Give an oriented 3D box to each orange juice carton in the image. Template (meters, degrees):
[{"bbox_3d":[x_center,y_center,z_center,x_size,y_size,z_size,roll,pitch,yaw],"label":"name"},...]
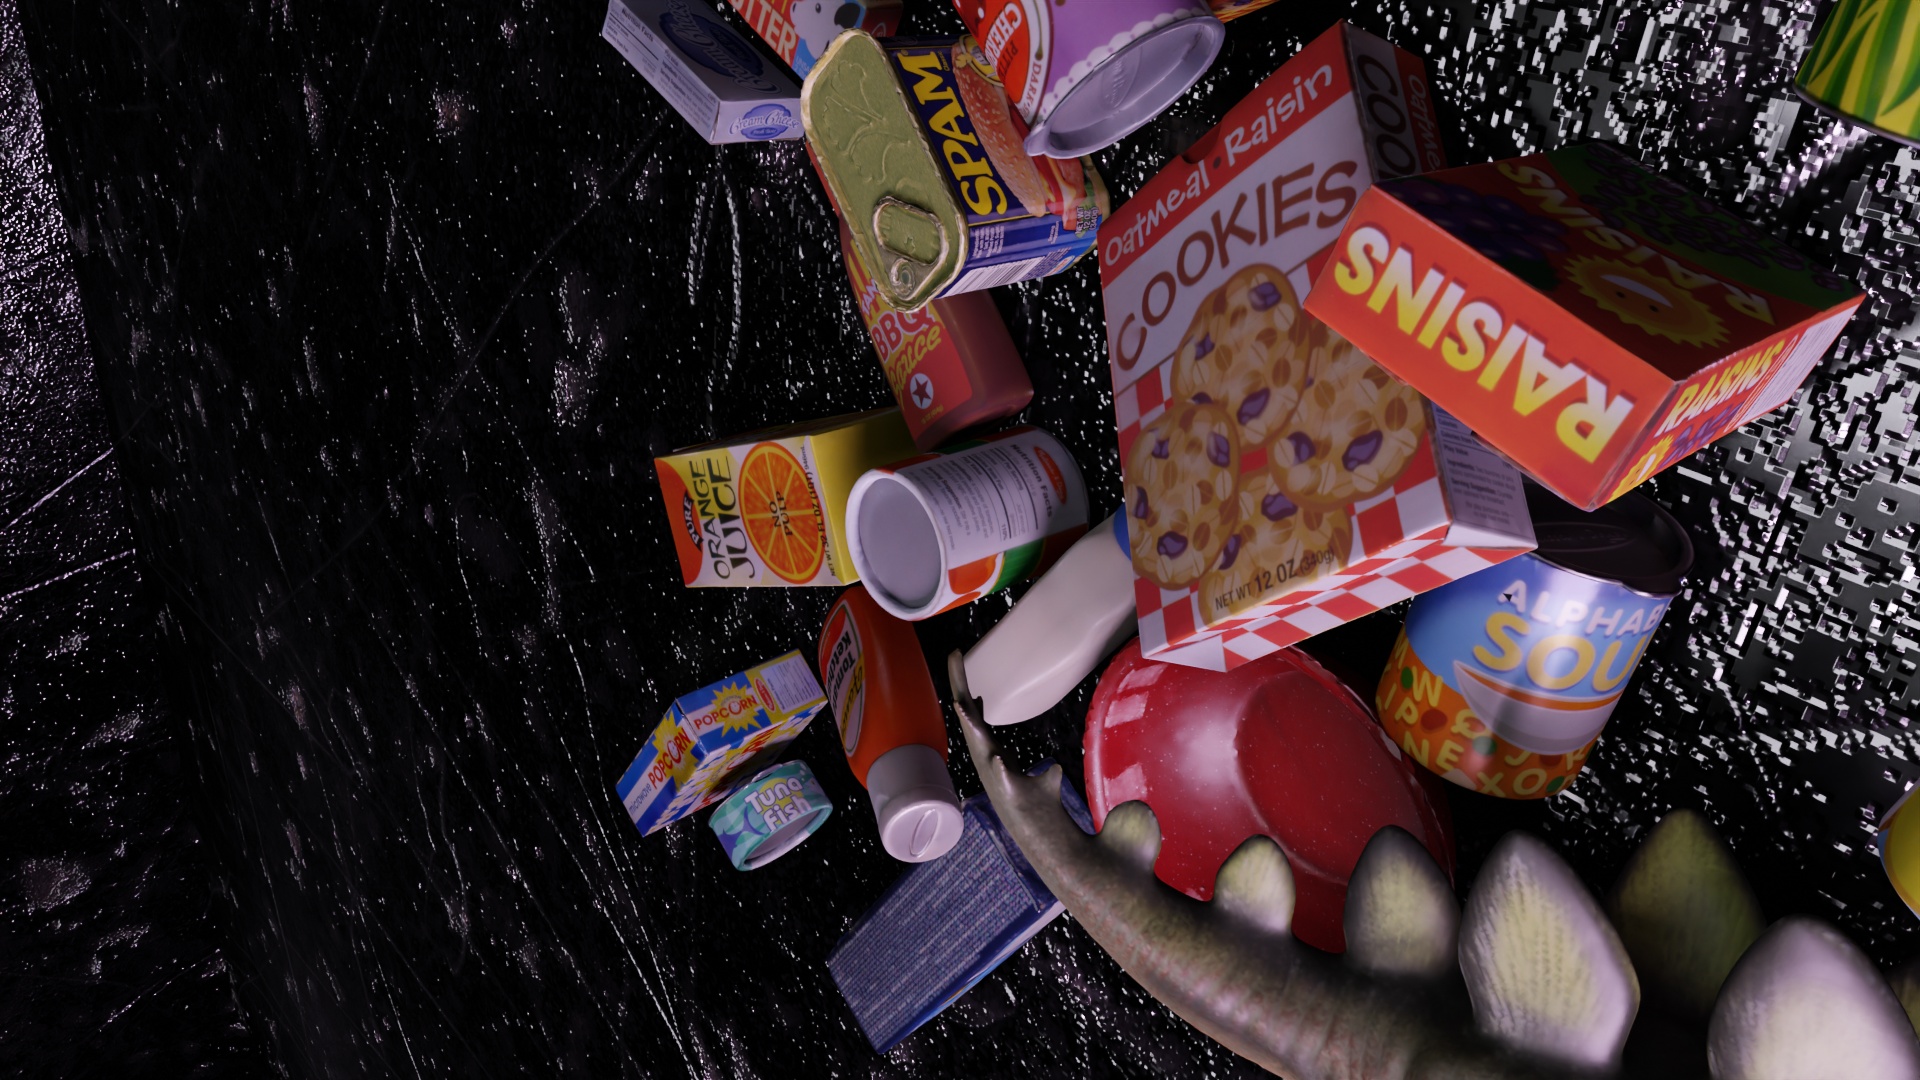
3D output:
[{"bbox_3d":[-0.093,-0.020,0.706,0.192,0.073,0.071,-3,103,51],"label":"orange juice carton"}]

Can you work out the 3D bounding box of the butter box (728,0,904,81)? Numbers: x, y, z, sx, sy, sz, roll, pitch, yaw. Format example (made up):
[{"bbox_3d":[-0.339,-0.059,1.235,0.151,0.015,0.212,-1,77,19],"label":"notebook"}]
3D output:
[{"bbox_3d":[-0.069,-0.245,0.625,0.104,0.024,0.052,50,136,24],"label":"butter box"}]

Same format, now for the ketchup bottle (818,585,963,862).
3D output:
[{"bbox_3d":[-0.033,0.086,0.653,0.149,0.043,0.064,-115,38,-54],"label":"ketchup bottle"}]

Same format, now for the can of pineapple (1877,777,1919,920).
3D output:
[{"bbox_3d":[0.265,0.070,0.325,0.071,0.071,0.057,42,134,31],"label":"can of pineapple"}]

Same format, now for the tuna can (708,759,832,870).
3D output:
[{"bbox_3d":[-0.109,0.158,0.803,0.033,0.071,0.070,53,138,18],"label":"tuna can"}]

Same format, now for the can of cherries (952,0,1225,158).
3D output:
[{"bbox_3d":[0.037,-0.162,0.433,0.071,0.072,0.058,-39,78,50],"label":"can of cherries"}]

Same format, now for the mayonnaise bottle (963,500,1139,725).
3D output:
[{"bbox_3d":[0.056,0.020,0.559,0.041,0.065,0.147,54,135,15],"label":"mayonnaise bottle"}]

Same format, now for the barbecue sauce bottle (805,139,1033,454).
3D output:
[{"bbox_3d":[-0.022,-0.115,0.607,0.064,0.044,0.148,-32,80,51],"label":"barbecue sauce bottle"}]

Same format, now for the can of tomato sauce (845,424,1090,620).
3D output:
[{"bbox_3d":[0.002,-0.007,0.591,0.071,0.083,0.071,22,121,43],"label":"can of tomato sauce"}]

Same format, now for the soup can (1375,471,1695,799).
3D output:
[{"bbox_3d":[0.171,0.028,0.418,0.071,0.071,0.083,37,131,35],"label":"soup can"}]

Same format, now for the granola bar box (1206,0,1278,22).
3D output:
[{"bbox_3d":[0.093,-0.233,0.425,0.165,0.039,0.124,-1,105,50],"label":"granola bar box"}]

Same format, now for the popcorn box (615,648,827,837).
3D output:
[{"bbox_3d":[-0.141,0.119,0.811,0.038,0.085,0.126,57,139,14],"label":"popcorn box"}]

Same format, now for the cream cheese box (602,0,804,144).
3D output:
[{"bbox_3d":[-0.124,-0.229,0.672,0.104,0.053,0.024,47,134,26],"label":"cream cheese box"}]

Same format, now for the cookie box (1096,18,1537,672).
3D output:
[{"bbox_3d":[0.100,-0.057,0.436,0.122,0.040,0.168,-33,53,50],"label":"cookie box"}]

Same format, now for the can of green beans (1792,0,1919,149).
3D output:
[{"bbox_3d":[0.226,-0.115,0.296,0.071,0.071,0.057,39,131,33],"label":"can of green beans"}]

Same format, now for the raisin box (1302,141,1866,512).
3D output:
[{"bbox_3d":[0.159,-0.060,0.352,0.086,0.124,0.039,45,134,28],"label":"raisin box"}]
